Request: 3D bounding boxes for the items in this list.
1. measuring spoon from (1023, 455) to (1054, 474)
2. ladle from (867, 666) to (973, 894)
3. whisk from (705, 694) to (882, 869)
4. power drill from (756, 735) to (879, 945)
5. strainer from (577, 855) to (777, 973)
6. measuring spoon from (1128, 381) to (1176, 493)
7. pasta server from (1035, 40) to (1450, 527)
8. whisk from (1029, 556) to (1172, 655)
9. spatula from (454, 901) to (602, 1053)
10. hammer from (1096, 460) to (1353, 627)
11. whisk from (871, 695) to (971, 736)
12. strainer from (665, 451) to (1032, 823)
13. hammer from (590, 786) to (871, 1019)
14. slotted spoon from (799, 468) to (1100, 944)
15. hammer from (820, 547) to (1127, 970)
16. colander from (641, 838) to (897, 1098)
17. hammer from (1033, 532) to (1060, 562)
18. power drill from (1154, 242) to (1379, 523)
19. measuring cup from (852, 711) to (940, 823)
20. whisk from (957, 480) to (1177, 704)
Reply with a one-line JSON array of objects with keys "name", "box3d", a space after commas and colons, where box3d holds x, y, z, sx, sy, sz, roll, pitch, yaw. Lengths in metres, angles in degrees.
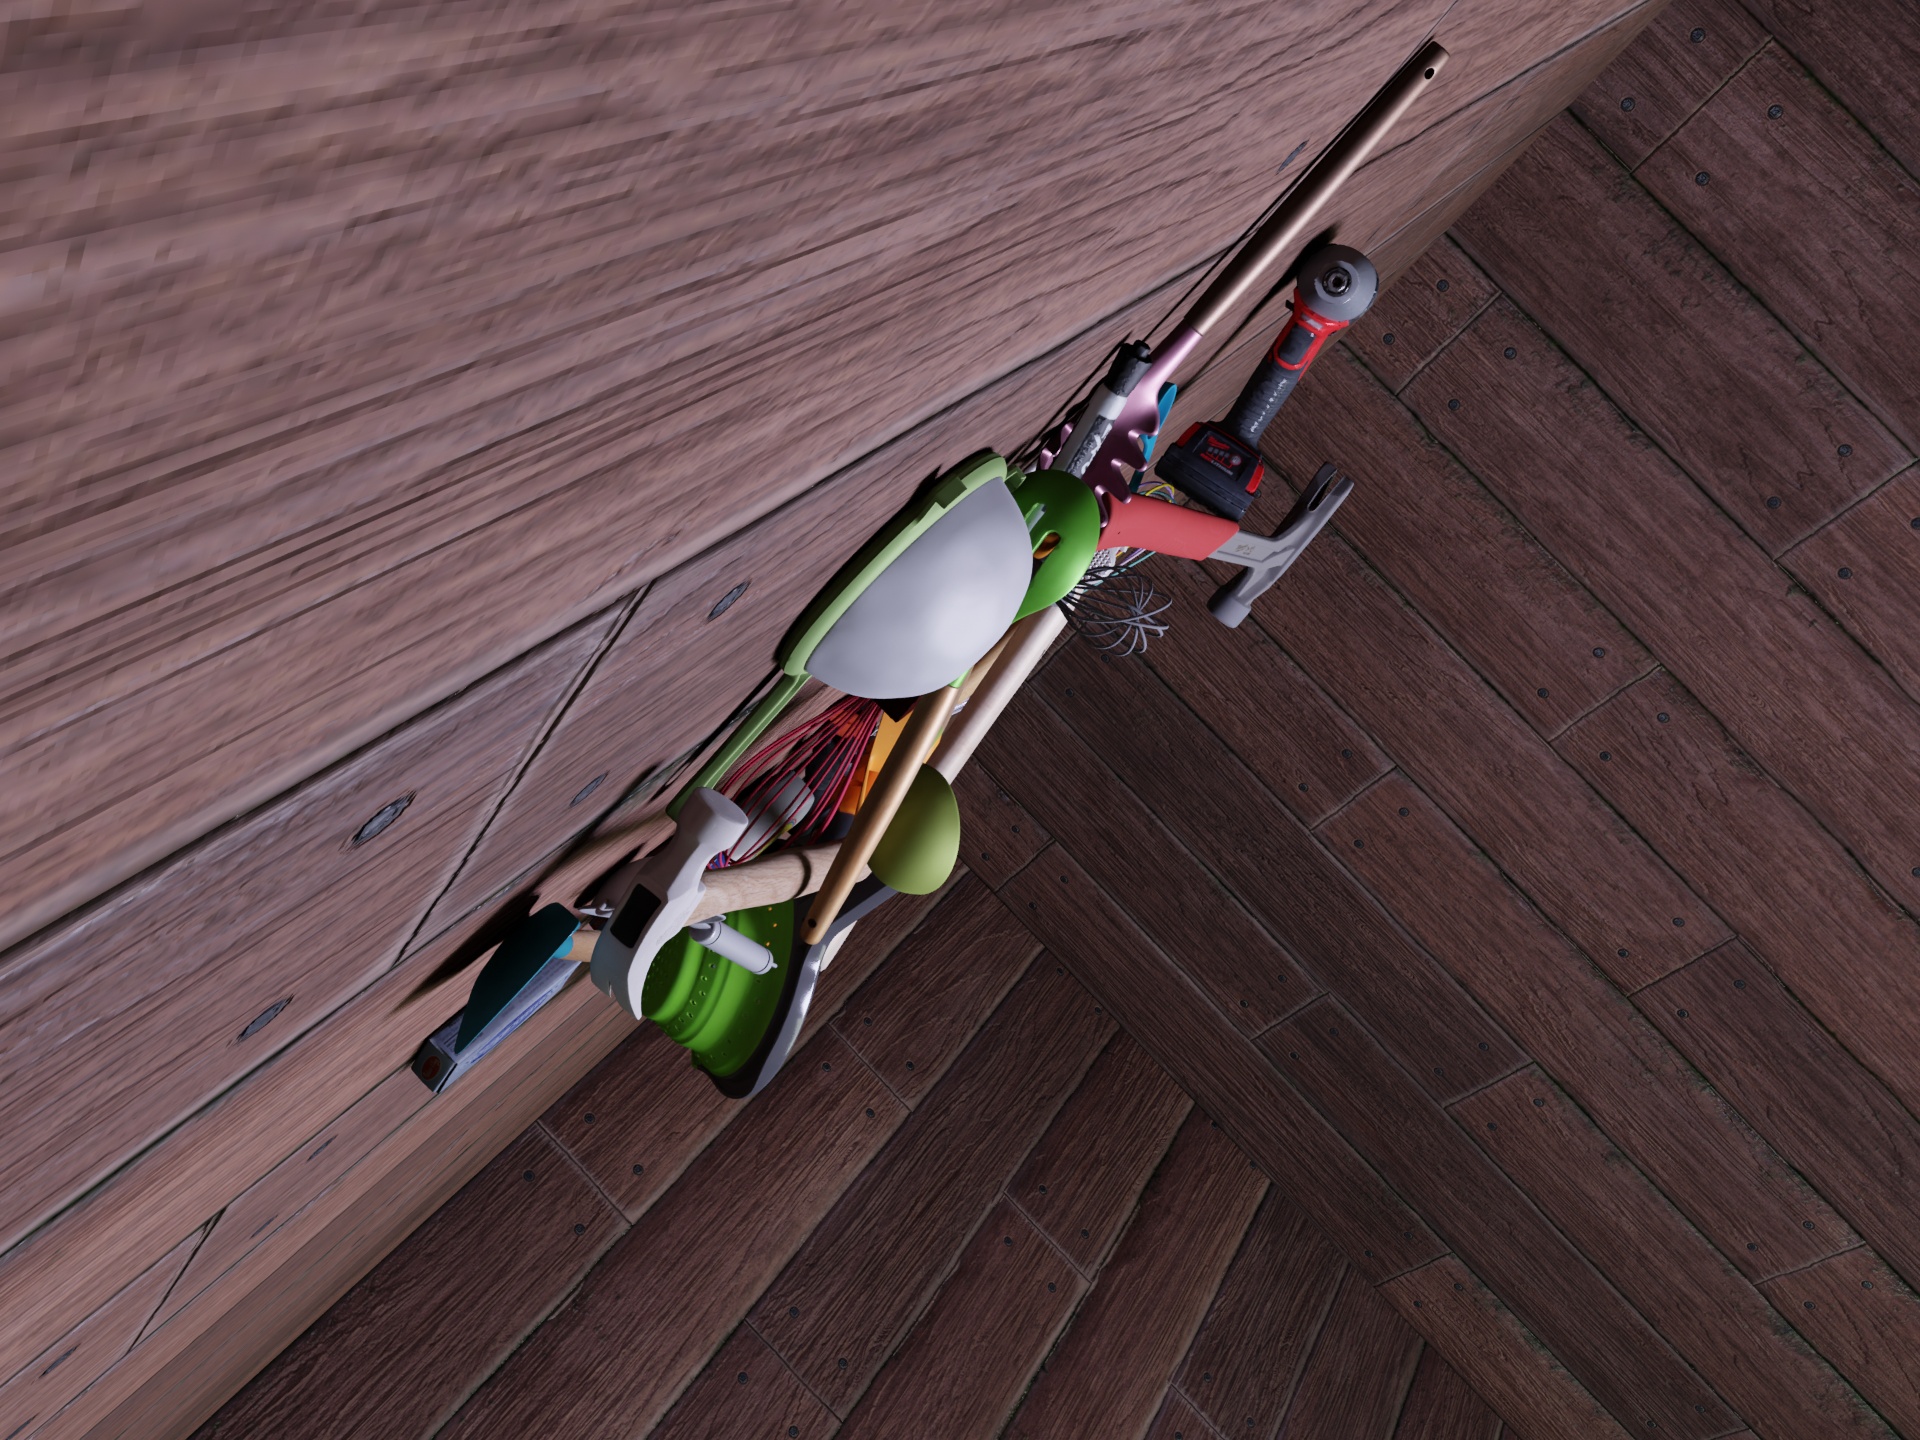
[{"name": "measuring spoon", "box3d": [0.039, -0.135, 0.936, 0.124, 0.018, 0.034, -43, 178, 3]}, {"name": "ladle", "box3d": [-0.002, -0.003, 1.051, 0.078, 0.062, 0.320, -55, -173, 36]}, {"name": "whisk", "box3d": [-0.061, -0.009, 1.027, 0.296, 0.073, 0.073, -49, 178, -3]}, {"name": "power drill", "box3d": [-0.137, 0.127, 1.369, 0.226, 0.084, 0.164, -42, -162, 38]}, {"name": "strainer", "box3d": [-0.166, 0.128, 1.006, 0.258, 0.087, 0.050, 55, 37, -66]}, {"name": "measuring spoon", "box3d": [0.119, -0.183, 1.102, 0.042, 0.021, 0.128, -51, 165, -39]}, {"name": "pasta server", "box3d": [0.148, -0.231, 0.863, 0.316, 0.060, 0.040, -47, -142, 19]}, {"name": "whisk", "box3d": [0.065, -0.086, 1.015, 0.055, 0.055, 0.239, -44, -154, -6]}, {"name": "spatula", "box3d": [-0.210, 0.134, 0.888, 0.082, 0.044, 0.317, -47, 172, -4]}, {"name": "hammer", "box3d": [0.173, -0.138, 1.123, 0.149, 0.037, 0.359, -53, 157, 19]}, {"name": "whisk", "box3d": [-0.063, 0.010, 1.470, 0.284, 0.070, 0.070, -39, 178, 0]}, {"name": "strainer", "box3d": [-0.049, -0.020, 0.797, 0.256, 0.069, 0.151, -46, 178, 17]}, {"name": "hammer", "box3d": [-0.112, 0.093, 0.903, 0.130, 0.031, 0.331, -54, 168, 8]}, {"name": "slotted spoon", "box3d": [-0.017, 0.000, 0.887, 0.031, 0.070, 0.313, -10, 133, -62]}, {"name": "hammer", "box3d": [-0.003, 0.022, 1.208, 0.410, 0.038, 0.146, -55, 177, 15]}, {"name": "colander", "box3d": [-0.148, 0.147, 1.174, 0.397, 0.094, 0.205, -39, -138, 46]}, {"name": "hammer", "box3d": [0.059, -0.135, 1.170, 0.127, 0.034, 0.337, -45, 178, -9]}, {"name": "power drill", "box3d": [0.244, -0.266, 1.231, 0.219, 0.078, 0.143, -57, 177, 17]}, {"name": "measuring cup", "box3d": [-0.050, 0.041, 1.282, 0.095, 0.052, 0.174, 113, -8, -60]}, {"name": "whisk", "box3d": [0.082, -0.099, 1.269, 0.245, 0.051, 0.047, -43, -176, 5]}]
